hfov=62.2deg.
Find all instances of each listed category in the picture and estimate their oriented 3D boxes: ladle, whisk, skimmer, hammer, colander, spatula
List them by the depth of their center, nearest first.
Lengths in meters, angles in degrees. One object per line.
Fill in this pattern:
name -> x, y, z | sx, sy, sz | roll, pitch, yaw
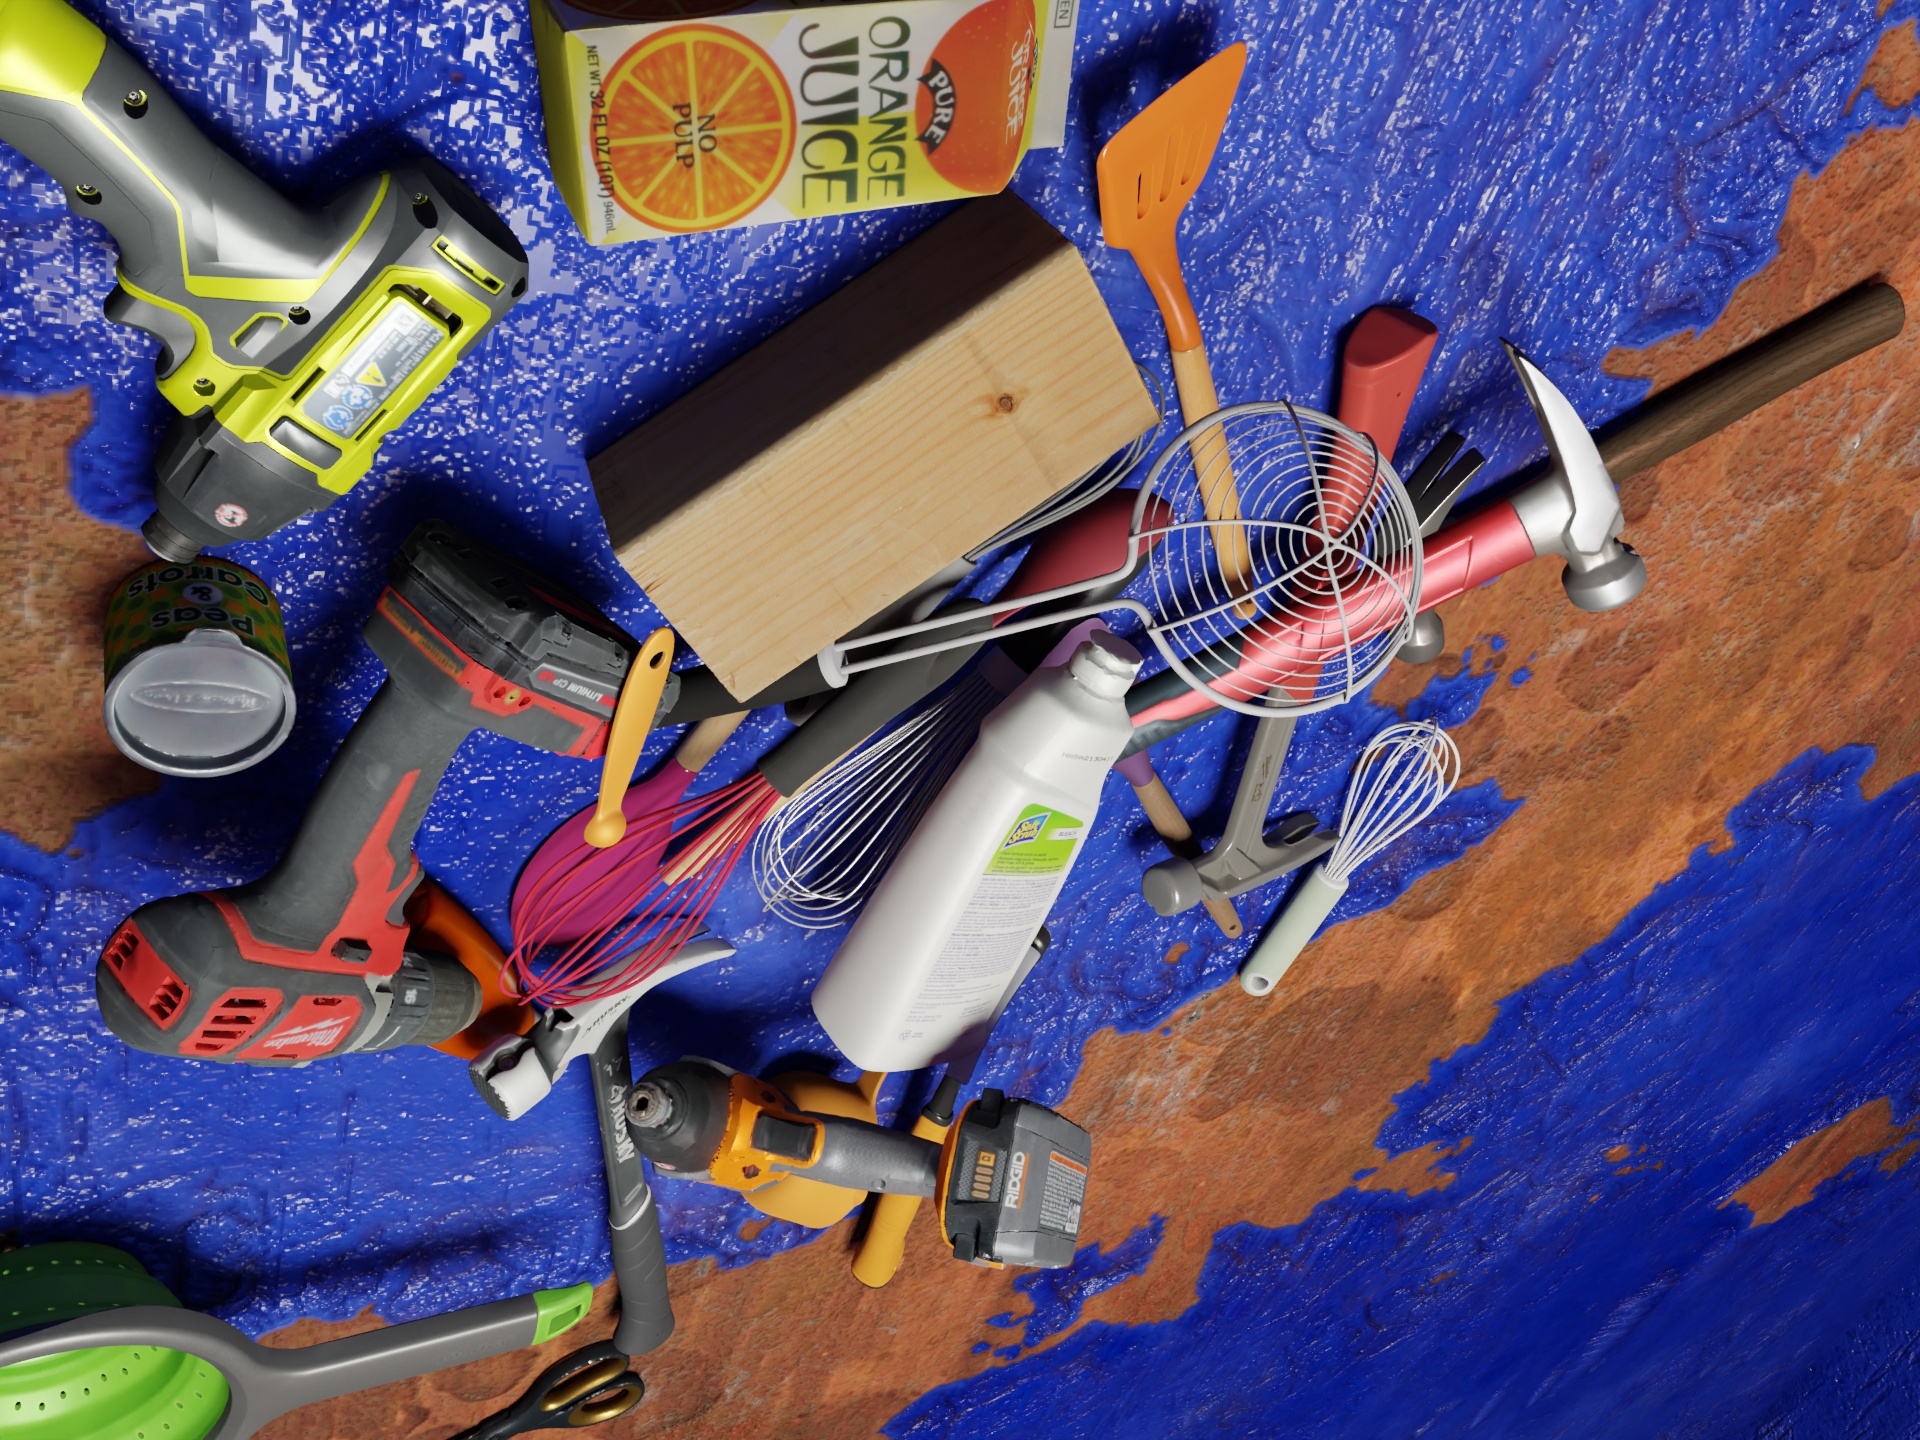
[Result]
skimmer -> 0.011, -0.040, 0.688 | 0.363, 0.127, 0.090 | -12, -179, 24
spatula -> 0.114, -0.153, 0.734 | 0.081, 0.041, 0.322 | -41, 140, -14
whisk -> 0.001, -0.076, 0.738 | 0.239, 0.055, 0.055 | -43, 135, 19
whisk -> -0.102, 0.039, 0.745 | 0.296, 0.073, 0.073 | -39, 136, 7
ladle -> -0.030, -0.014, 0.776 | 0.315, 0.069, 0.031 | -38, 115, 13
hammer -> 0.134, -0.039, 0.798 | 0.386, 0.038, 0.143 | -27, 116, 15
whisk -> -0.001, -0.003, 0.802 | 0.284, 0.070, 0.070 | -45, 135, 7
colander -> -0.402, 0.331, 0.856 | 0.397, 0.095, 0.204 | -4, 131, -31
hammer -> 0.194, -0.049, 0.865 | 0.149, 0.037, 0.358 | -18, 134, -34
hammer -> 0.376, -0.155, 0.883 | 0.331, 0.031, 0.129 | -29, 137, -3
hammer -> -0.192, 0.270, 0.932 | 0.149, 0.036, 0.408 | -38, 150, -34
spatula -> 0.113, 0.048, 0.932 | 0.060, 0.018, 0.315 | -33, 135, 3
hammer -> -0.023, 0.270, 1.012 | 0.127, 0.034, 0.336 | -50, 164, -48
whisk -> 0.244, 0.094, 1.029 | 0.058, 0.059, 0.246 | 26, 124, -1

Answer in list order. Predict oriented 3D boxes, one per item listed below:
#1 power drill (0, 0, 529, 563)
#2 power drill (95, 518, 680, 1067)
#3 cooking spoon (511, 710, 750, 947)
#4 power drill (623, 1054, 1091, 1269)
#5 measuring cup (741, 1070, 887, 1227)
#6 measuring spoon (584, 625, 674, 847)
power drill -> -0.274, -0.151, 0.501 | 0.171, 0.080, 0.223 | -42, 138, 11
power drill -> -0.218, 0.047, 0.658 | 0.226, 0.080, 0.187 | -53, 157, 1
cooking spoon -> -0.117, 0.002, 0.764 | 0.068, 0.017, 0.319 | 23, 116, -42
power drill -> -0.058, 0.222, 0.820 | 0.226, 0.084, 0.164 | 6, 162, 18
measuring cup -> -0.076, 0.218, 0.950 | 0.052, 0.095, 0.173 | 26, 95, -36
measuring spoon -> -0.133, 0.010, 0.647 | 0.021, 0.011, 0.116 | -22, 145, -47
